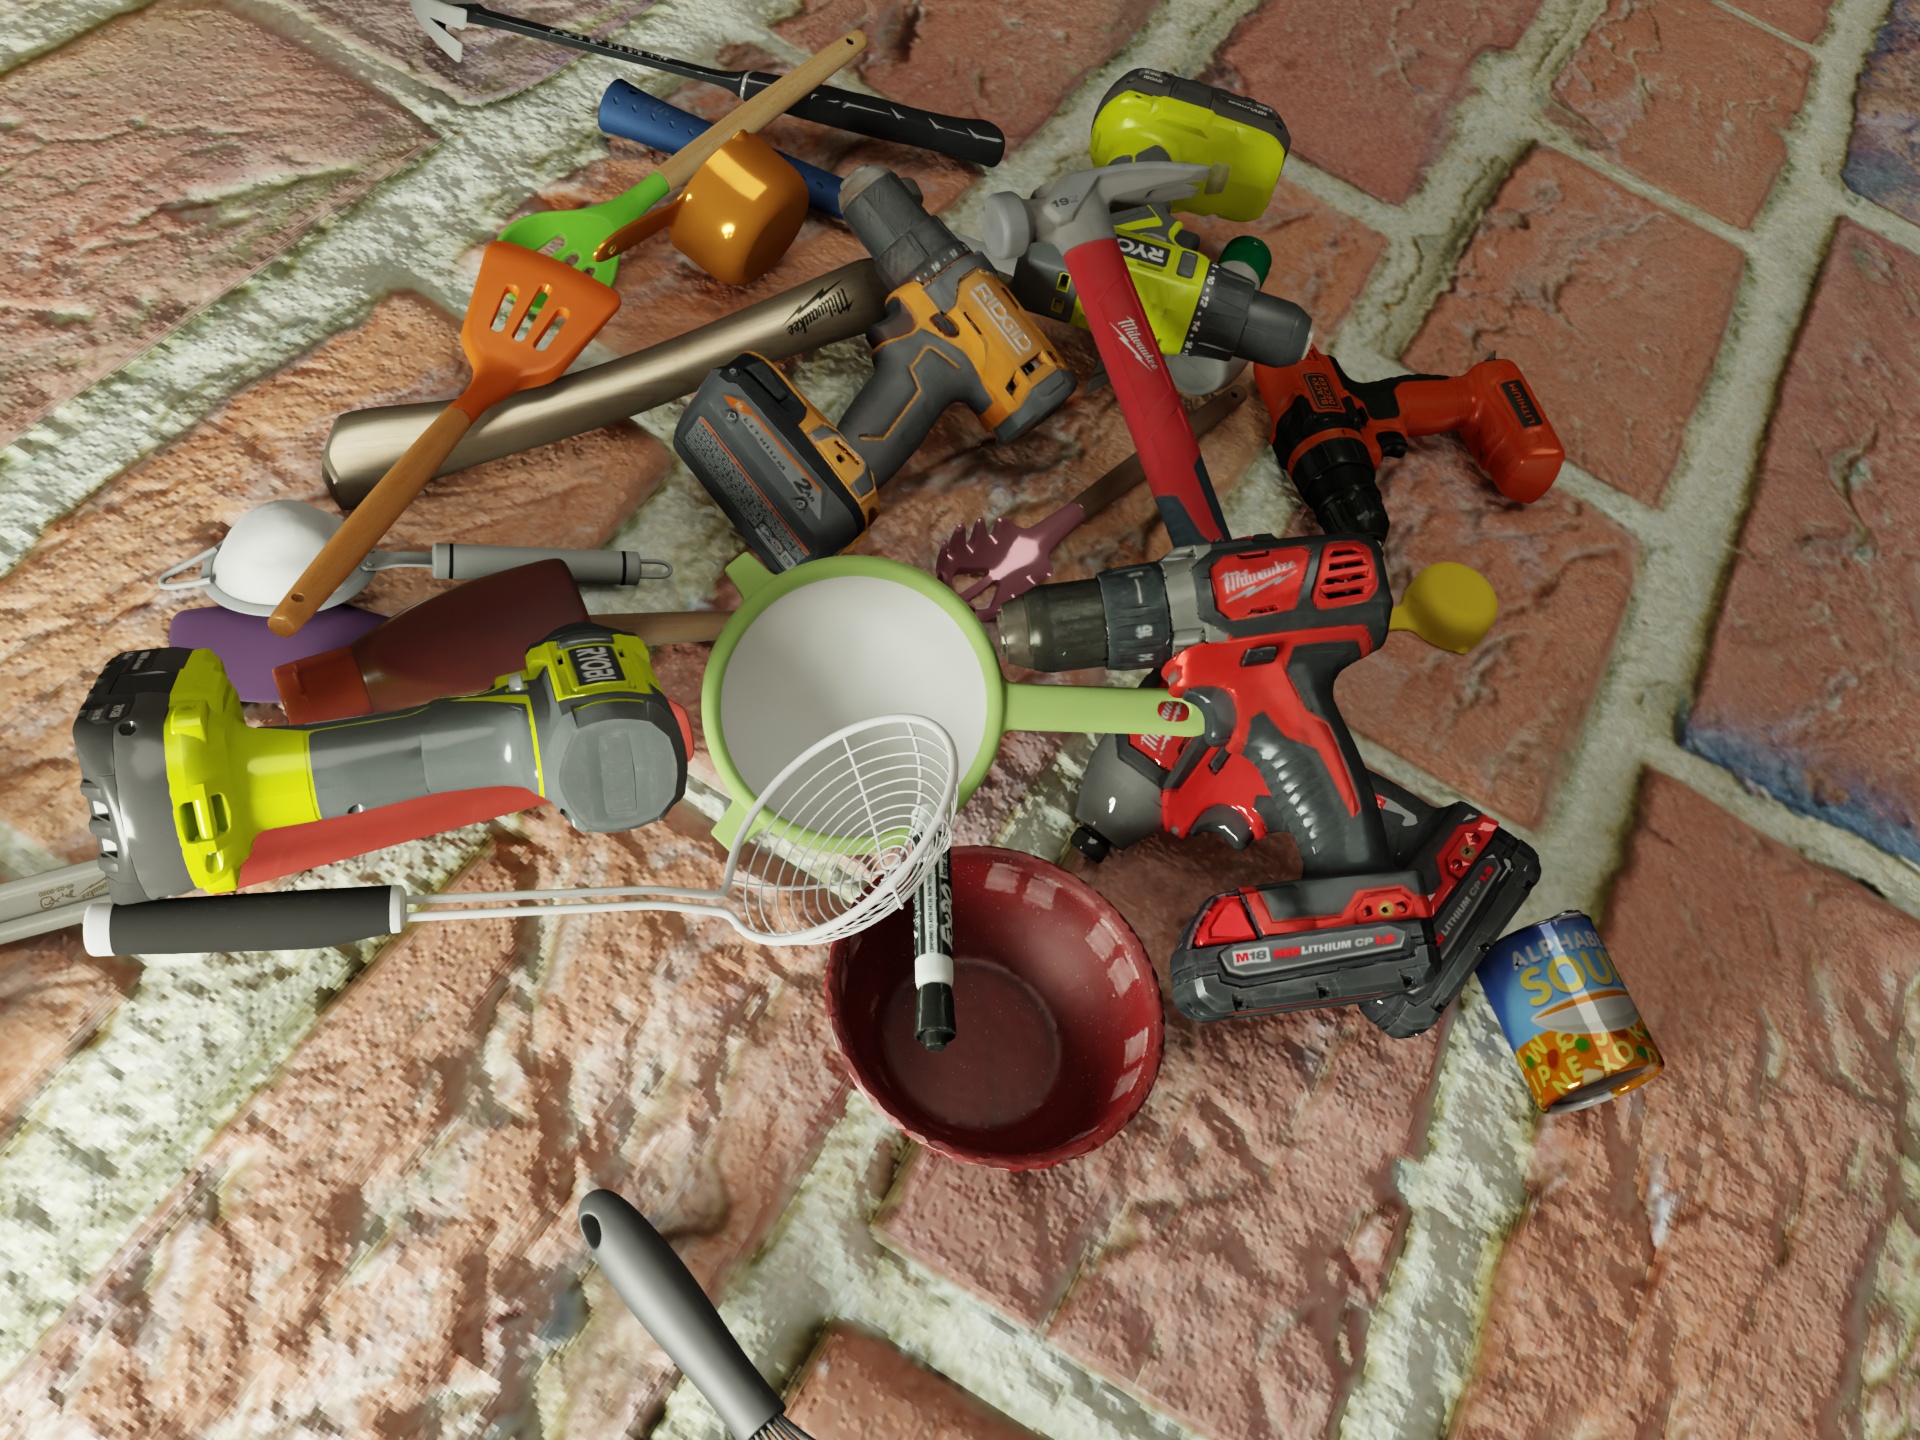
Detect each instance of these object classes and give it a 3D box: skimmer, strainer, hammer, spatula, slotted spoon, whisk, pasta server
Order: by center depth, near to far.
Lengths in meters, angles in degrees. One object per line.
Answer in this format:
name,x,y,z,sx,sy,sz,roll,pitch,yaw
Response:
whisk,-0.078,0.279,0.634,0.055,0.055,0.239,-32,66,-32
skimmer,-0.181,0.054,0.686,0.363,0.090,0.127,-2,33,-14
hammer,-0.293,0.058,0.732,0.359,0.036,0.149,-16,62,-25
spatula,-0.263,-0.148,0.803,0.081,0.041,0.323,23,40,-7
strainer,-0.001,-0.003,0.816,0.256,0.069,0.151,2,79,-3
spatula,-0.239,-0.042,0.829,0.316,0.018,0.060,-4,60,-17
strainer,-0.281,-0.087,0.837,0.258,0.050,0.087,1,41,-20
hammer,0.140,-0.144,0.921,0.143,0.038,0.386,-16,80,-16
hammer,-0.166,-0.199,0.937,0.410,0.038,0.146,-26,88,-25
pasta server,0.091,-0.144,0.984,0.060,0.040,0.316,49,55,4
slotted spoon,-0.171,-0.358,1.020,0.070,0.031,0.314,47,70,-2
hammer,-0.053,-0.341,1.081,0.405,0.035,0.144,21,53,-1
hammer,-0.162,-0.438,1.085,0.408,0.036,0.149,7,32,-20

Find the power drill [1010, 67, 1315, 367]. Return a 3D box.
power drill,0.149,-0.326,1.055,0.190,0.080,0.229,17,52,2

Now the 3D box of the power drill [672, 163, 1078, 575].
power drill,-0.059,-0.209,0.921,0.226,0.084,0.185,-41,96,-28

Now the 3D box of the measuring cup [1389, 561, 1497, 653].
measuring cup,0.265,-0.071,0.986,0.156,0.029,0.062,-4,57,-21

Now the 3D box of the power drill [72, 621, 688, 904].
power drill,-0.241,0.005,0.683,0.223,0.080,0.171,-8,21,-17

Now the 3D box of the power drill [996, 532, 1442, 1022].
power drill,0.121,0.024,0.748,0.188,0.080,0.227,-7,75,0

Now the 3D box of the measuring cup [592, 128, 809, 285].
measuring cup,-0.155,-0.299,0.979,0.052,0.095,0.174,39,43,2

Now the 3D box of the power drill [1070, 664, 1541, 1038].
power drill,0.169,0.060,0.822,0.220,0.078,0.143,37,86,15
